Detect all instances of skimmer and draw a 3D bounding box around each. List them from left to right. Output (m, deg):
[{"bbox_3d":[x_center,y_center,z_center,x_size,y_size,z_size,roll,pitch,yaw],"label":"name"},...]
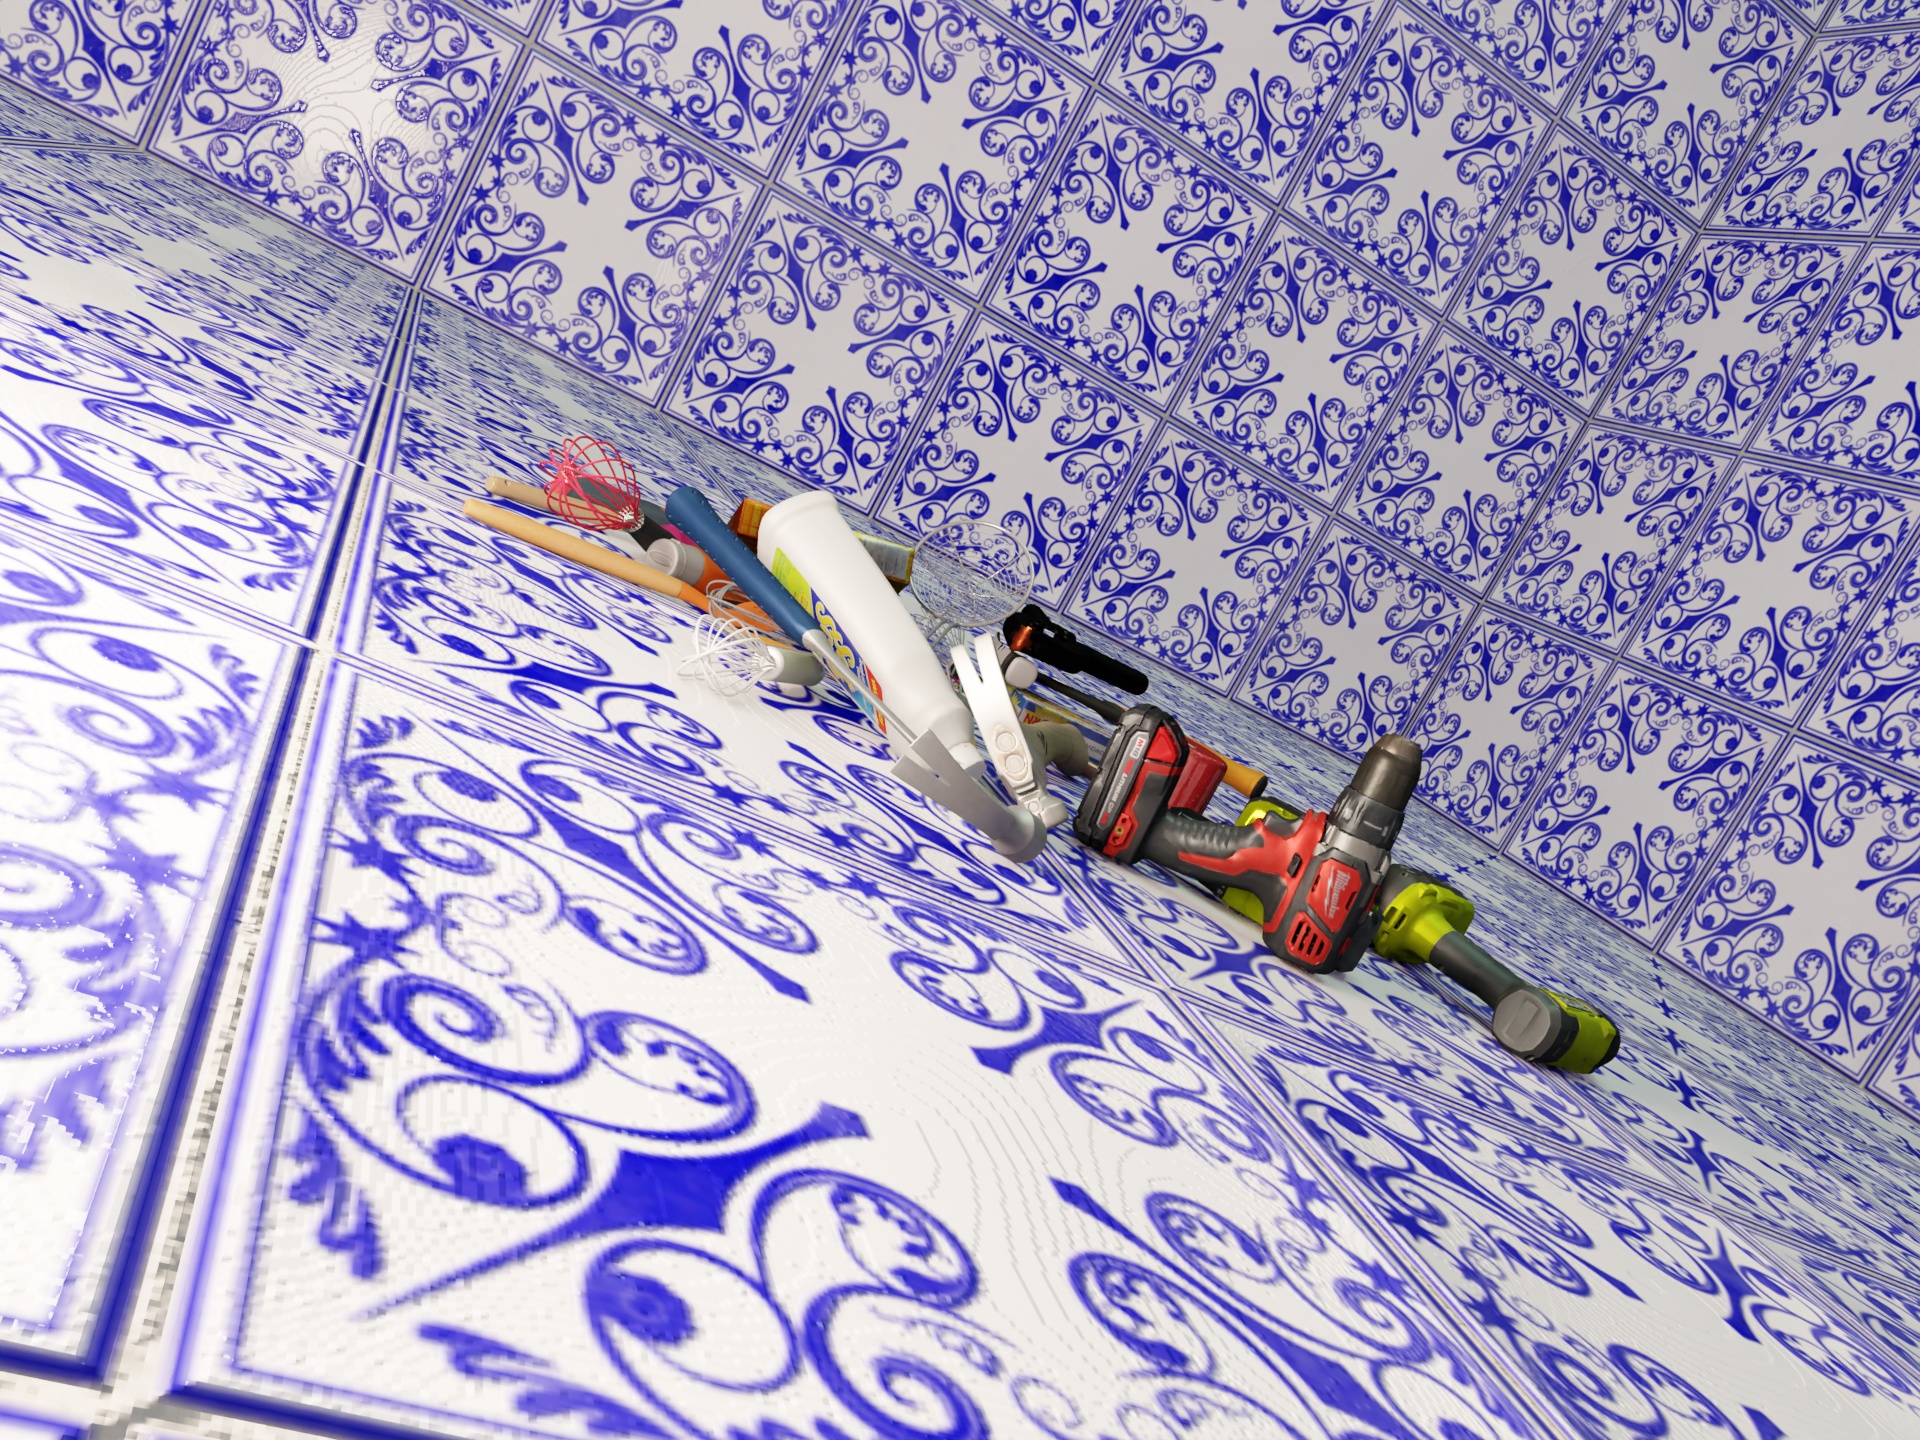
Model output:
[{"bbox_3d":[-0.019,-0.105,1.477,0.127,0.090,0.363,18,22,7],"label":"skimmer"}]

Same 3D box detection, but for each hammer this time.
[{"bbox_3d":[-0.249,-0.179,1.622,0.143,0.038,0.386,37,12,39],"label":"hammer"},{"bbox_3d":[-0.097,-0.053,1.097,0.406,0.035,0.143,44,3,36],"label":"hammer"},{"bbox_3d":[0.064,0.010,1.313,0.410,0.038,0.146,0,68,-81],"label":"hammer"},{"bbox_3d":[0.177,0.002,1.663,0.336,0.034,0.127,26,8,-18],"label":"hammer"}]

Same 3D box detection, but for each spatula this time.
[{"bbox_3d":[-0.246,-0.123,1.288,0.322,0.041,0.081,21,11,-36],"label":"spatula"}]

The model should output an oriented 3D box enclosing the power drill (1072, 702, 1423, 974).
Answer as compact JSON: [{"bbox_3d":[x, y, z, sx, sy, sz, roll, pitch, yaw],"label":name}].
[{"bbox_3d":[0.219,0.063,1.199,0.227,0.188,0.080,26,7,13],"label":"power drill"}]

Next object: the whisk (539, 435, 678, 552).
[{"bbox_3d":[-0.283,-0.175,1.336,0.073,0.073,0.295,30,-4,8],"label":"whisk"}]

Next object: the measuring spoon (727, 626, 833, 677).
[{"bbox_3d":[-0.144,-0.055,1.324,0.116,0.011,0.021,20,11,-27],"label":"measuring spoon"}]

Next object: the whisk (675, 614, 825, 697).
[{"bbox_3d":[-0.142,-0.041,1.139,0.058,0.059,0.246,67,10,6],"label":"whisk"}]

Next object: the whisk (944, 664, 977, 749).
[{"bbox_3d":[0.000,-0.005,1.374,0.047,0.051,0.245,32,11,-11],"label":"whisk"}]

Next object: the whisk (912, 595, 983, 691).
[{"bbox_3d":[-0.008,-0.067,1.687,0.070,0.070,0.285,25,14,-21],"label":"whisk"}]

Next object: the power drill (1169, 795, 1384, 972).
[{"bbox_3d":[0.265,0.124,1.346,0.191,0.080,0.228,31,11,14],"label":"power drill"}]

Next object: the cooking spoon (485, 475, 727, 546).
[{"bbox_3d":[-0.305,-0.181,1.471,0.318,0.017,0.069,12,61,-53],"label":"cooking spoon"}]

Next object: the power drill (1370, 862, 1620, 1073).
[{"bbox_3d":[0.471,0.226,1.410,0.171,0.080,0.223,19,16,-43],"label":"power drill"}]

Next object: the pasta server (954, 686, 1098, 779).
[{"bbox_3d":[0.023,-0.017,1.532,0.316,0.040,0.060,29,-3,-4],"label":"pasta server"}]

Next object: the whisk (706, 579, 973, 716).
[{"bbox_3d":[-0.096,-0.054,1.282,0.239,0.055,0.055,24,9,-6],"label":"whisk"}]
